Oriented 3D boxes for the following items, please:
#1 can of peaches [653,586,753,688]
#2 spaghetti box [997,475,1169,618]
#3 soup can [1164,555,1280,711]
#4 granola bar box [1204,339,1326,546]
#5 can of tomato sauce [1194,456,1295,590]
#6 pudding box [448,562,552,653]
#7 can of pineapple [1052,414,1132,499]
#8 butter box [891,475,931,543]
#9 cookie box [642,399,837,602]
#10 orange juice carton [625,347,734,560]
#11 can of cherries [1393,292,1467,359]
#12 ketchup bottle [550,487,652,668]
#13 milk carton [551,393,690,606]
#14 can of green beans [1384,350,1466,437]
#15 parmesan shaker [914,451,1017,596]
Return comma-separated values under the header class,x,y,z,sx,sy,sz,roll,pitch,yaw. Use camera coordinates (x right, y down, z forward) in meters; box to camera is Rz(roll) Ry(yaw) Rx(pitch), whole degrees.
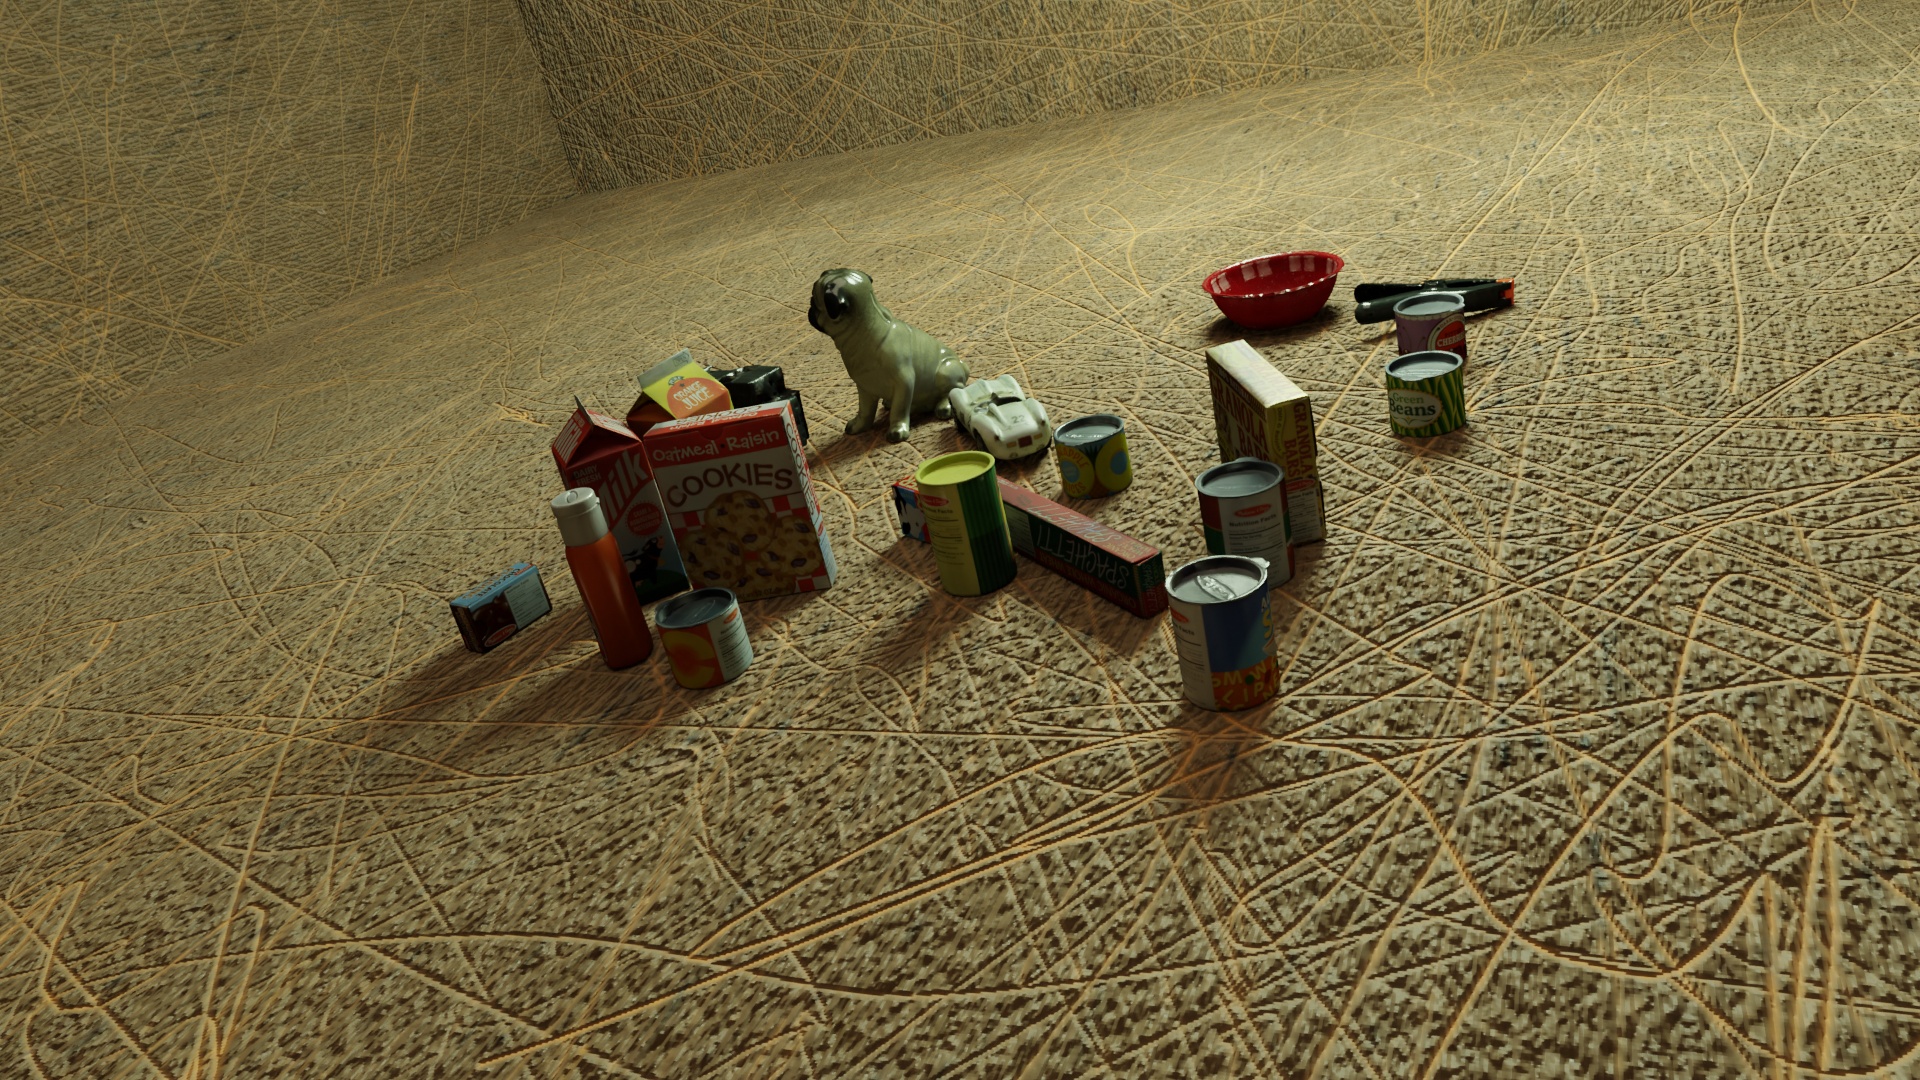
class,x,y,z,sx,sy,sz,roll,pitch,yaw
can of peaches,-0.206,0.078,1.111,0.071,0.057,0.071,-11,24,5
spaghetti box,0.084,0.001,1.139,0.029,0.050,0.250,-24,26,-22
soup can,0.178,0.060,0.922,0.071,0.083,0.071,-11,24,5
granola bar box,0.250,-0.083,1.146,0.039,0.123,0.166,-14,24,-1
can of tomato sauce,0.218,-0.012,1.058,0.071,0.082,0.071,-11,24,5
pudding box,-0.418,0.060,1.267,0.030,0.049,0.084,5,30,35
can of pineapple,0.121,-0.077,1.278,0.071,0.057,0.071,-11,24,5
butter box,-0.018,-0.022,1.236,0.024,0.053,0.103,-29,29,-31
cookie box,-0.188,-0.030,1.201,0.123,0.166,0.040,-9,24,9
orange juice carton,-0.252,-0.079,1.310,0.073,0.191,0.072,5,30,35
can of cherries,0.470,-0.208,1.384,0.071,0.058,0.072,-11,24,5
ketchup bottle,-0.297,0.030,1.151,0.043,0.148,0.065,-17,24,-9
milk carton,-0.313,-0.038,1.254,0.073,0.189,0.072,-22,25,-18
can of green beans,0.417,-0.132,1.246,0.071,0.057,0.071,-11,24,5
parmesan shaker,0.004,-0.014,1.148,0.071,0.102,0.071,-11,24,5
